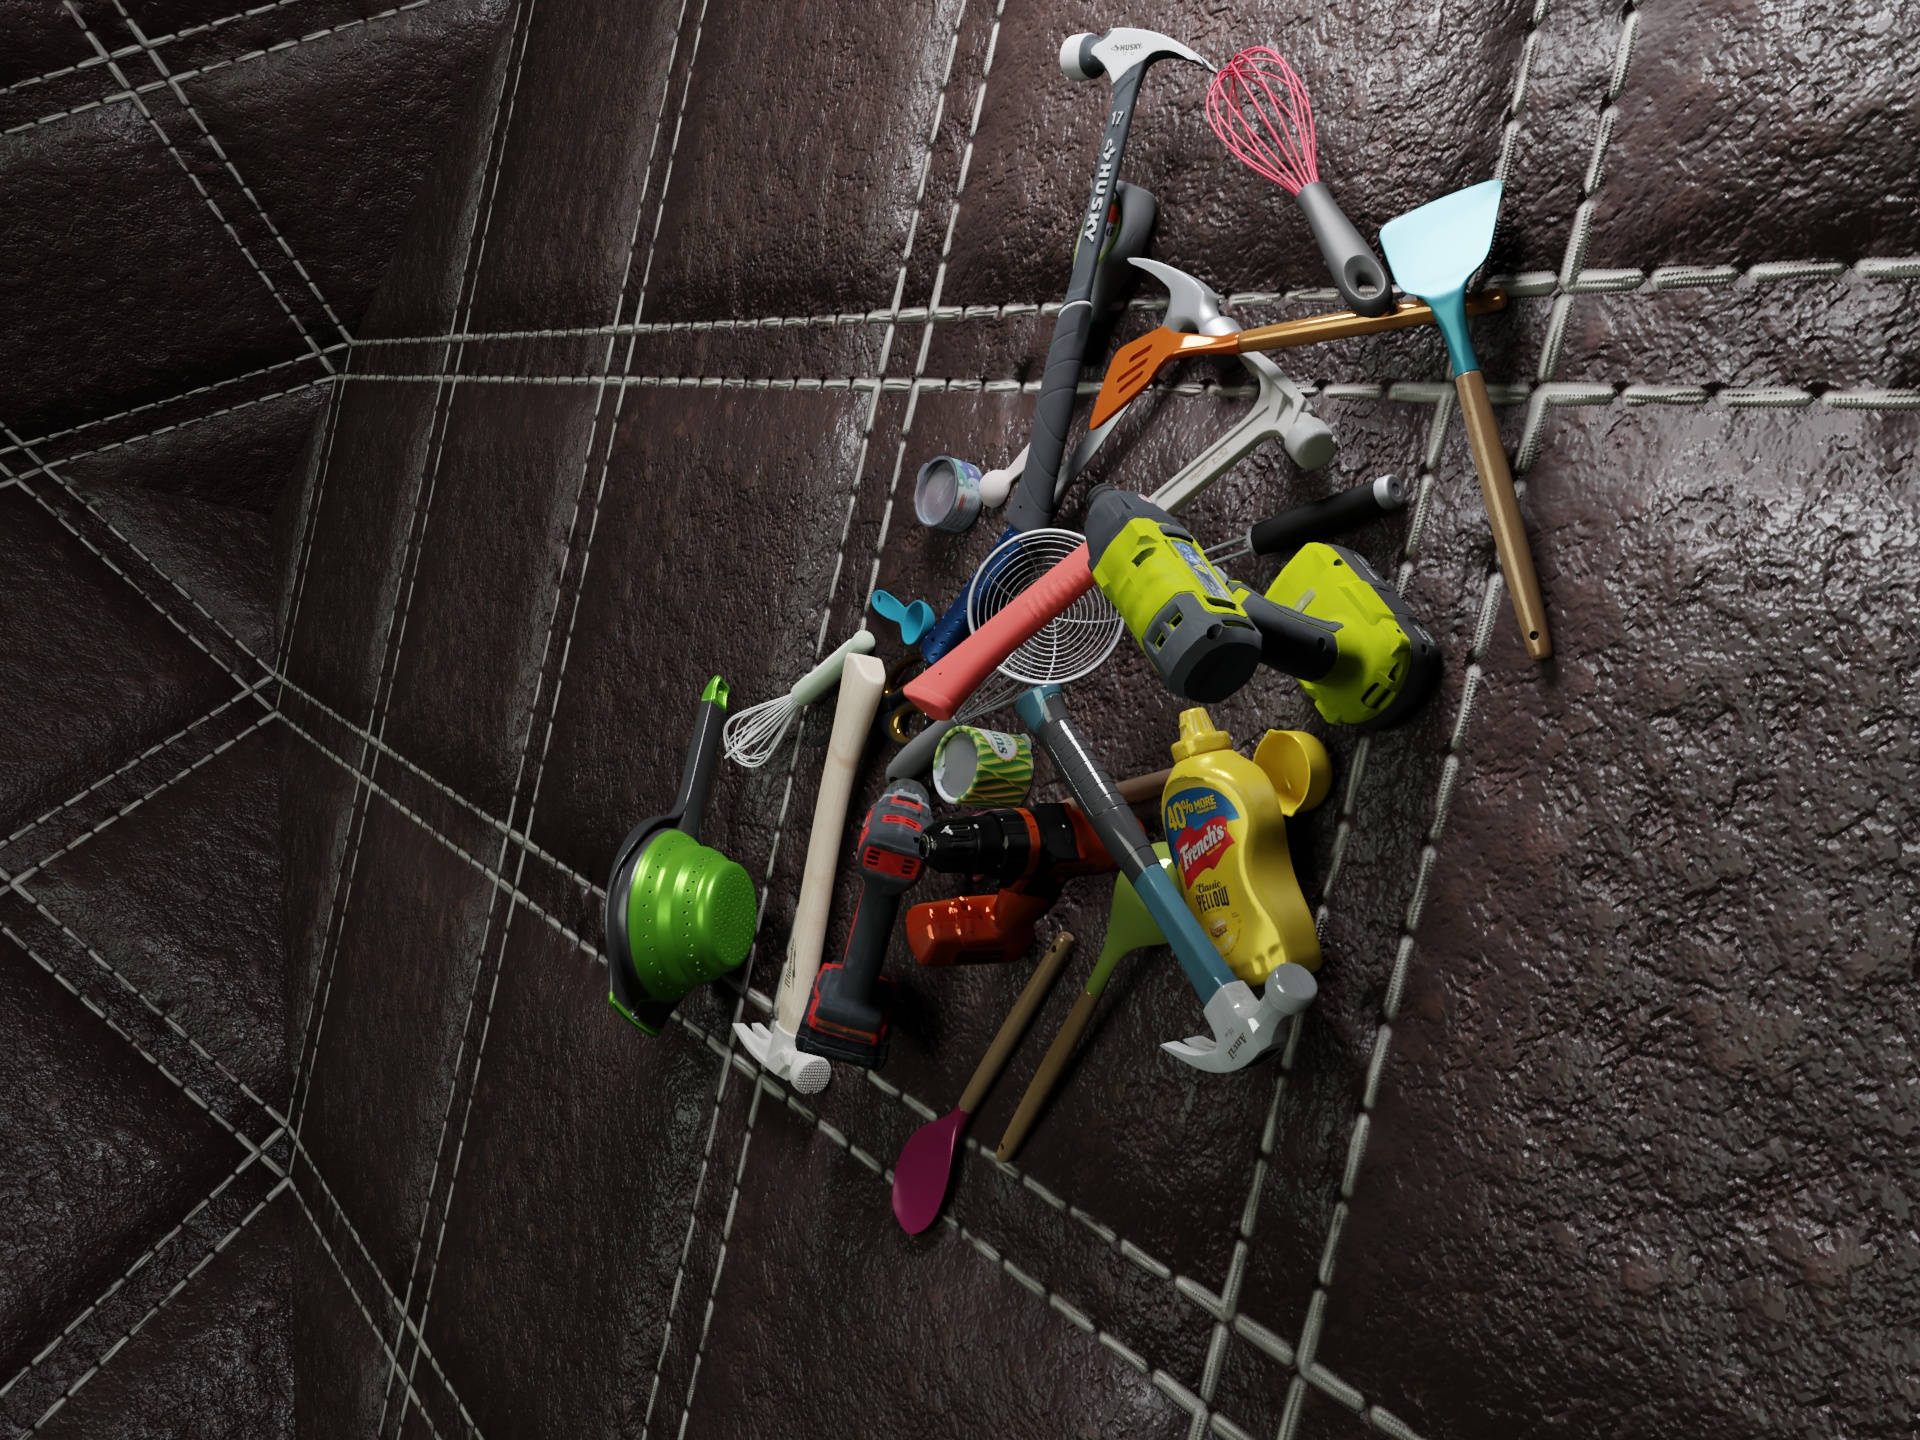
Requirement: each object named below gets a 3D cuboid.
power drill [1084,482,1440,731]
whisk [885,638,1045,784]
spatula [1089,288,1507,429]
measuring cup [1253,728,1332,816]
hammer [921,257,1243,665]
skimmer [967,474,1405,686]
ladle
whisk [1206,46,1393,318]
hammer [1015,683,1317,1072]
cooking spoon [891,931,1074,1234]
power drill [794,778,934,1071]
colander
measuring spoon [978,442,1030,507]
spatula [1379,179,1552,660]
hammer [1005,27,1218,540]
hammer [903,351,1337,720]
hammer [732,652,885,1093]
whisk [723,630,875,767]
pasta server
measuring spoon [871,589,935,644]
[{"bbox_3d":[0.184,-0.074,1.008,0.080,0.223,0.171,-54,43,29],"label":"power drill"},{"bbox_3d":[-0.003,-0.004,1.389,0.239,0.055,0.055,-44,49,43],"label":"whisk"},{"bbox_3d":[0.225,-0.265,1.121,0.323,0.041,0.081,0,59,38],"label":"spatula"},{"bbox_3d":[0.206,0.051,1.123,0.156,0.029,0.062,-37,60,57],"label":"measuring cup"},{"bbox_3d":[0.082,-0.201,1.332,0.405,0.035,0.144,-53,45,31],"label":"hammer"},{"bbox_3d":[0.152,-0.115,1.171,0.363,0.090,0.127,-17,78,49],"label":"skimmer"},{"bbox_3d":[0.101,0.224,1.208,0.078,0.062,0.320,57,133,46],"label":"ladle"},{"bbox_3d":[0.242,-0.384,1.130,0.073,0.073,0.296,-47,44,36],"label":"whisk"},{"bbox_3d":[0.123,0.096,1.092,0.331,0.033,0.128,60,142,35],"label":"hammer"},{"bbox_3d":[0.016,0.300,1.310,0.069,0.017,0.318,51,122,45],"label":"cooking spoon"},{"bbox_3d":[-0.072,0.165,1.378,0.188,0.080,0.226,-81,6,-75],"label":"power drill"},{"bbox_3d":[-0.258,0.127,1.651,0.094,0.204,0.397,-2,60,19],"label":"colander"},{"bbox_3d":[0.053,-0.232,1.392,0.124,0.018,0.034,-42,50,38],"label":"measuring spoon"},{"bbox_3d":[0.329,-0.190,0.995,0.082,0.044,0.318,-17,77,31],"label":"spatula"},{"bbox_3d":[0.101,-0.347,1.277,0.149,0.036,0.409,19,99,46],"label":"hammer"},{"bbox_3d":[0.101,-0.128,1.168,0.359,0.036,0.149,-39,39,12],"label":"hammer"},{"bbox_3d":[-0.138,0.137,1.524,0.146,0.038,0.410,20,100,54],"label":"hammer"},{"bbox_3d":[-0.166,-0.022,1.609,0.246,0.058,0.059,-37,88,37],"label":"whisk"},{"bbox_3d":[0.097,0.070,1.245,0.316,0.060,0.040,-20,23,47],"label":"pasta server"},{"bbox_3d":[-0.053,-0.102,1.508,0.129,0.021,0.042,37,111,60],"label":"measuring spoon"}]
